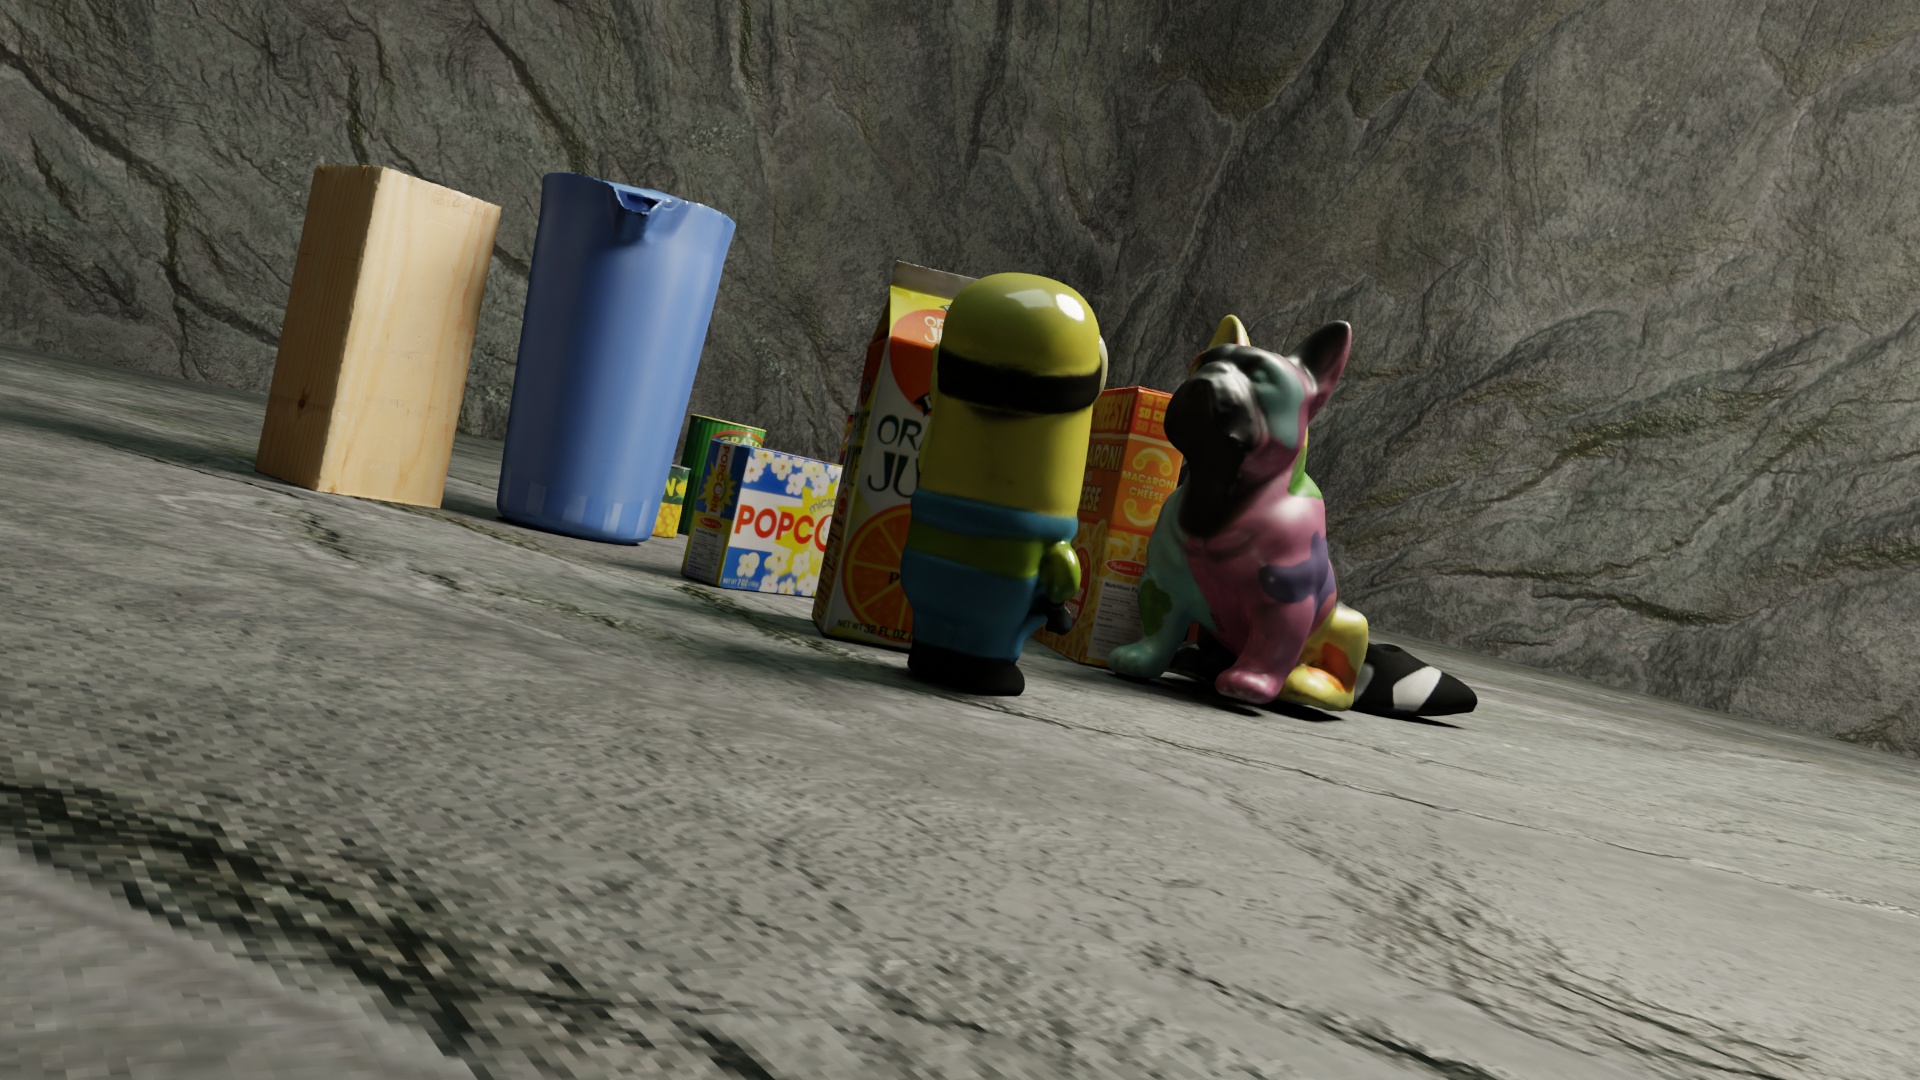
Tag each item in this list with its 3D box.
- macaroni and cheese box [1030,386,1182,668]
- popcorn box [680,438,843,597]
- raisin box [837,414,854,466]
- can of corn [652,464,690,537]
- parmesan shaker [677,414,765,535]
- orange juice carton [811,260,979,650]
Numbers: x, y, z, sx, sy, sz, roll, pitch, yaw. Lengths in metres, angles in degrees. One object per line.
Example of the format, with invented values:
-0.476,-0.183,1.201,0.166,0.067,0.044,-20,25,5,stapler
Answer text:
0.092,-0.010,0.874,0.040,0.166,0.124,12,1,-13,macaroni and cheese box
-0.107,-0.011,0.859,0.038,0.085,0.127,13,2,37,popcorn box
-0.049,-0.022,0.992,0.086,0.123,0.040,12,1,-25,raisin box
-0.255,-0.036,1.115,0.071,0.058,0.071,12,1,0,can of corn
-0.212,-0.053,1.217,0.071,0.103,0.071,12,1,0,parmesan shaker
-0.020,-0.042,0.712,0.072,0.192,0.073,12,1,-13,orange juice carton
